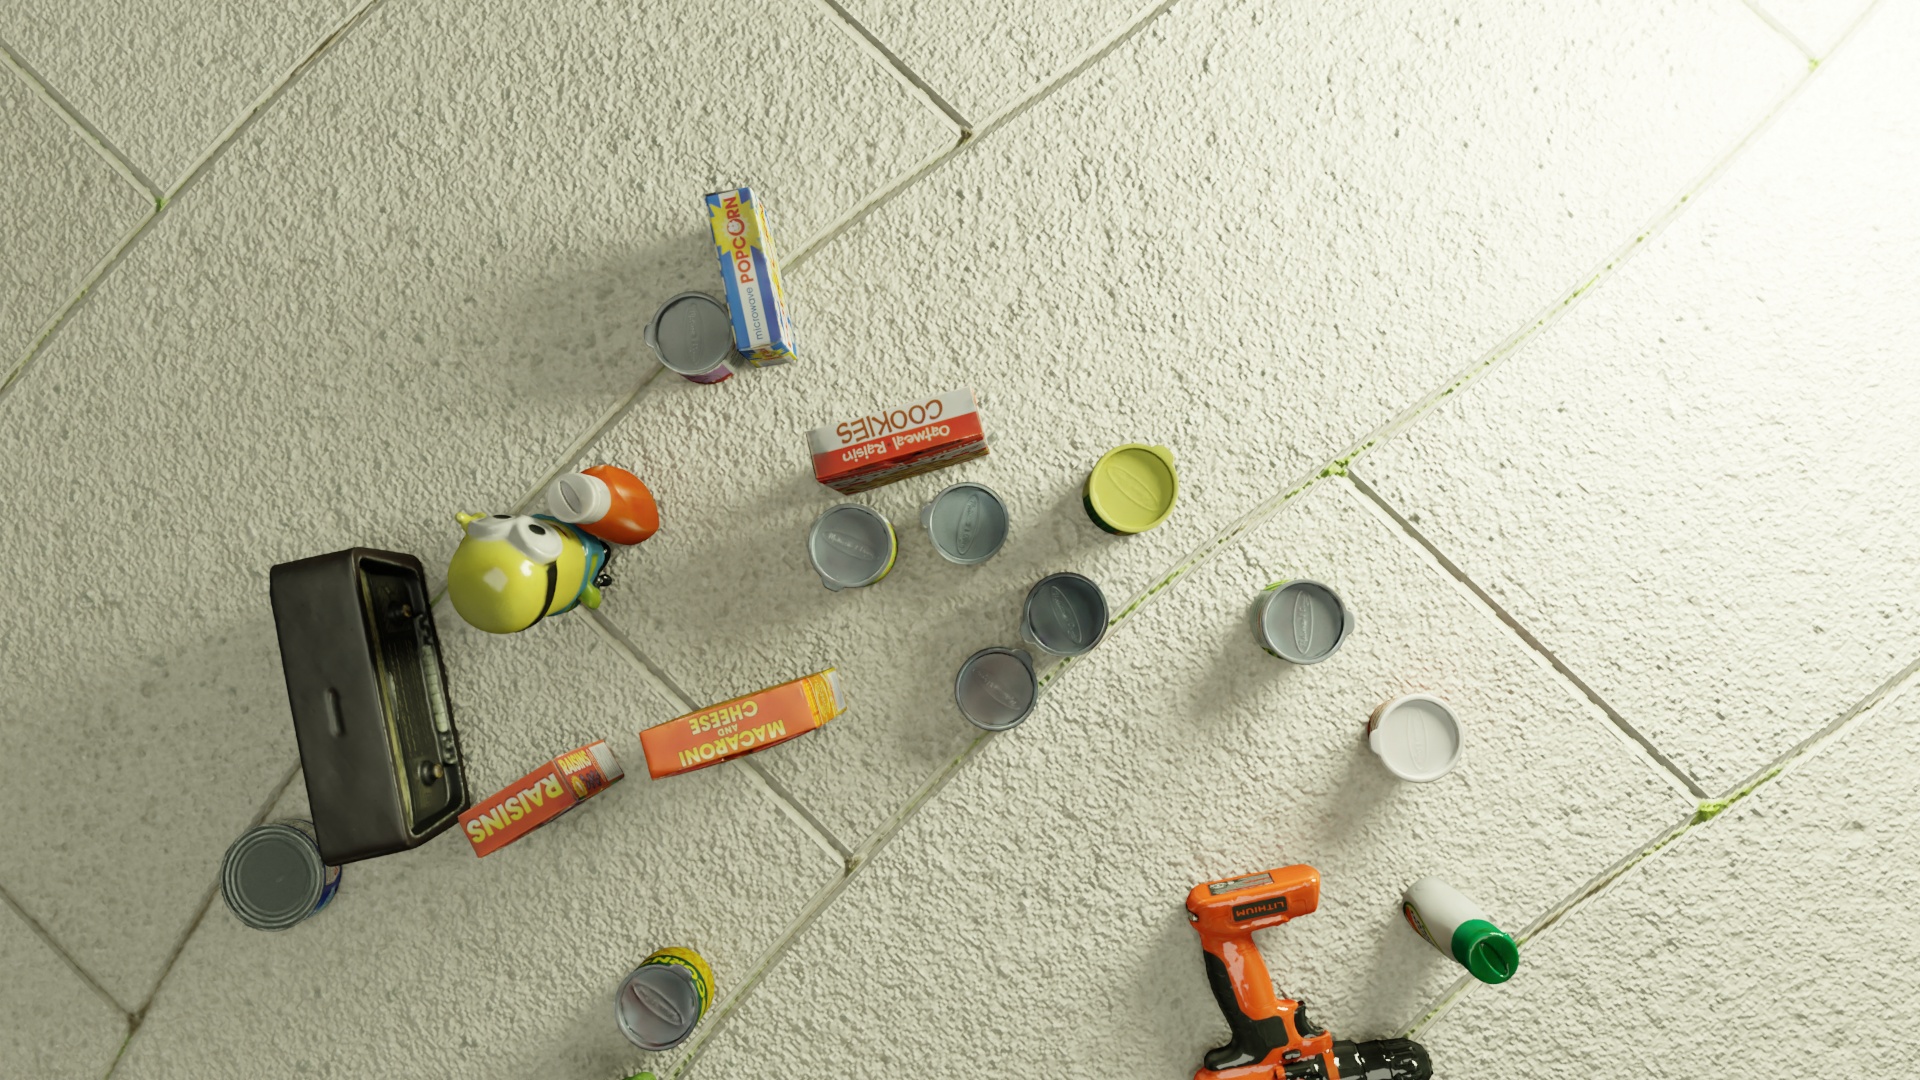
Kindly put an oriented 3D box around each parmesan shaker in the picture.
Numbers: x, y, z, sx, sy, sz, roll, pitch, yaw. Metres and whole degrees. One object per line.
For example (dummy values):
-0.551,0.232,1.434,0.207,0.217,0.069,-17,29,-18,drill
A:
0.132,-0.039,1.073,0.071,0.103,0.071,0,88,2,parmesan shaker

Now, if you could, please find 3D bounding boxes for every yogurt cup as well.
0.350,0.151,1.080,0.072,0.054,0.072,0,88,2,yogurt cup

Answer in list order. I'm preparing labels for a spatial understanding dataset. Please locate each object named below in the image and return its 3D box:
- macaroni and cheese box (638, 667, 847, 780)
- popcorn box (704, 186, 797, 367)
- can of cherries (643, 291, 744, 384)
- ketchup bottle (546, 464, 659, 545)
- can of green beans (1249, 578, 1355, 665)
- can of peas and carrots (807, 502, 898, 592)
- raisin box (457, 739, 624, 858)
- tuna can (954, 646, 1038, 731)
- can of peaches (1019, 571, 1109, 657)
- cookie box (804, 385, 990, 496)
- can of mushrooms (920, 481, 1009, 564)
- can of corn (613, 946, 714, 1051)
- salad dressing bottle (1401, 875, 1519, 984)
-0.158,0.136,1.045,0.124,0.166,0.040,-18,88,2,macaroni and cheese box
-0.165,-0.206,1.101,0.038,0.085,0.126,-12,87,2,popcorn box
-0.211,-0.162,1.114,0.071,0.058,0.071,0,88,2,can of cherries
-0.275,-0.029,1.066,0.043,0.149,0.065,-31,87,1,ketchup bottle
0.263,0.063,1.086,0.071,0.058,0.071,0,88,2,can of green beans
-0.085,0.007,1.102,0.071,0.058,0.071,0,88,2,can of peas and carrots
-0.320,0.198,1.071,0.086,0.123,0.040,-30,87,1,raisin box
0.031,0.115,1.105,0.071,0.033,0.071,0,88,2,tuna can
0.080,0.059,1.093,0.071,0.058,0.071,0,88,2,can of peaches
-0.042,-0.071,1.049,0.123,0.167,0.040,-16,88,2,cookie box
0.004,-0.014,1.112,0.071,0.033,0.071,0,88,2,can of mushrooms
-0.230,0.357,1.093,0.071,0.058,0.071,0,88,2,can of corn
0.369,0.289,1.027,0.044,0.147,0.064,-36,87,1,salad dressing bottle
